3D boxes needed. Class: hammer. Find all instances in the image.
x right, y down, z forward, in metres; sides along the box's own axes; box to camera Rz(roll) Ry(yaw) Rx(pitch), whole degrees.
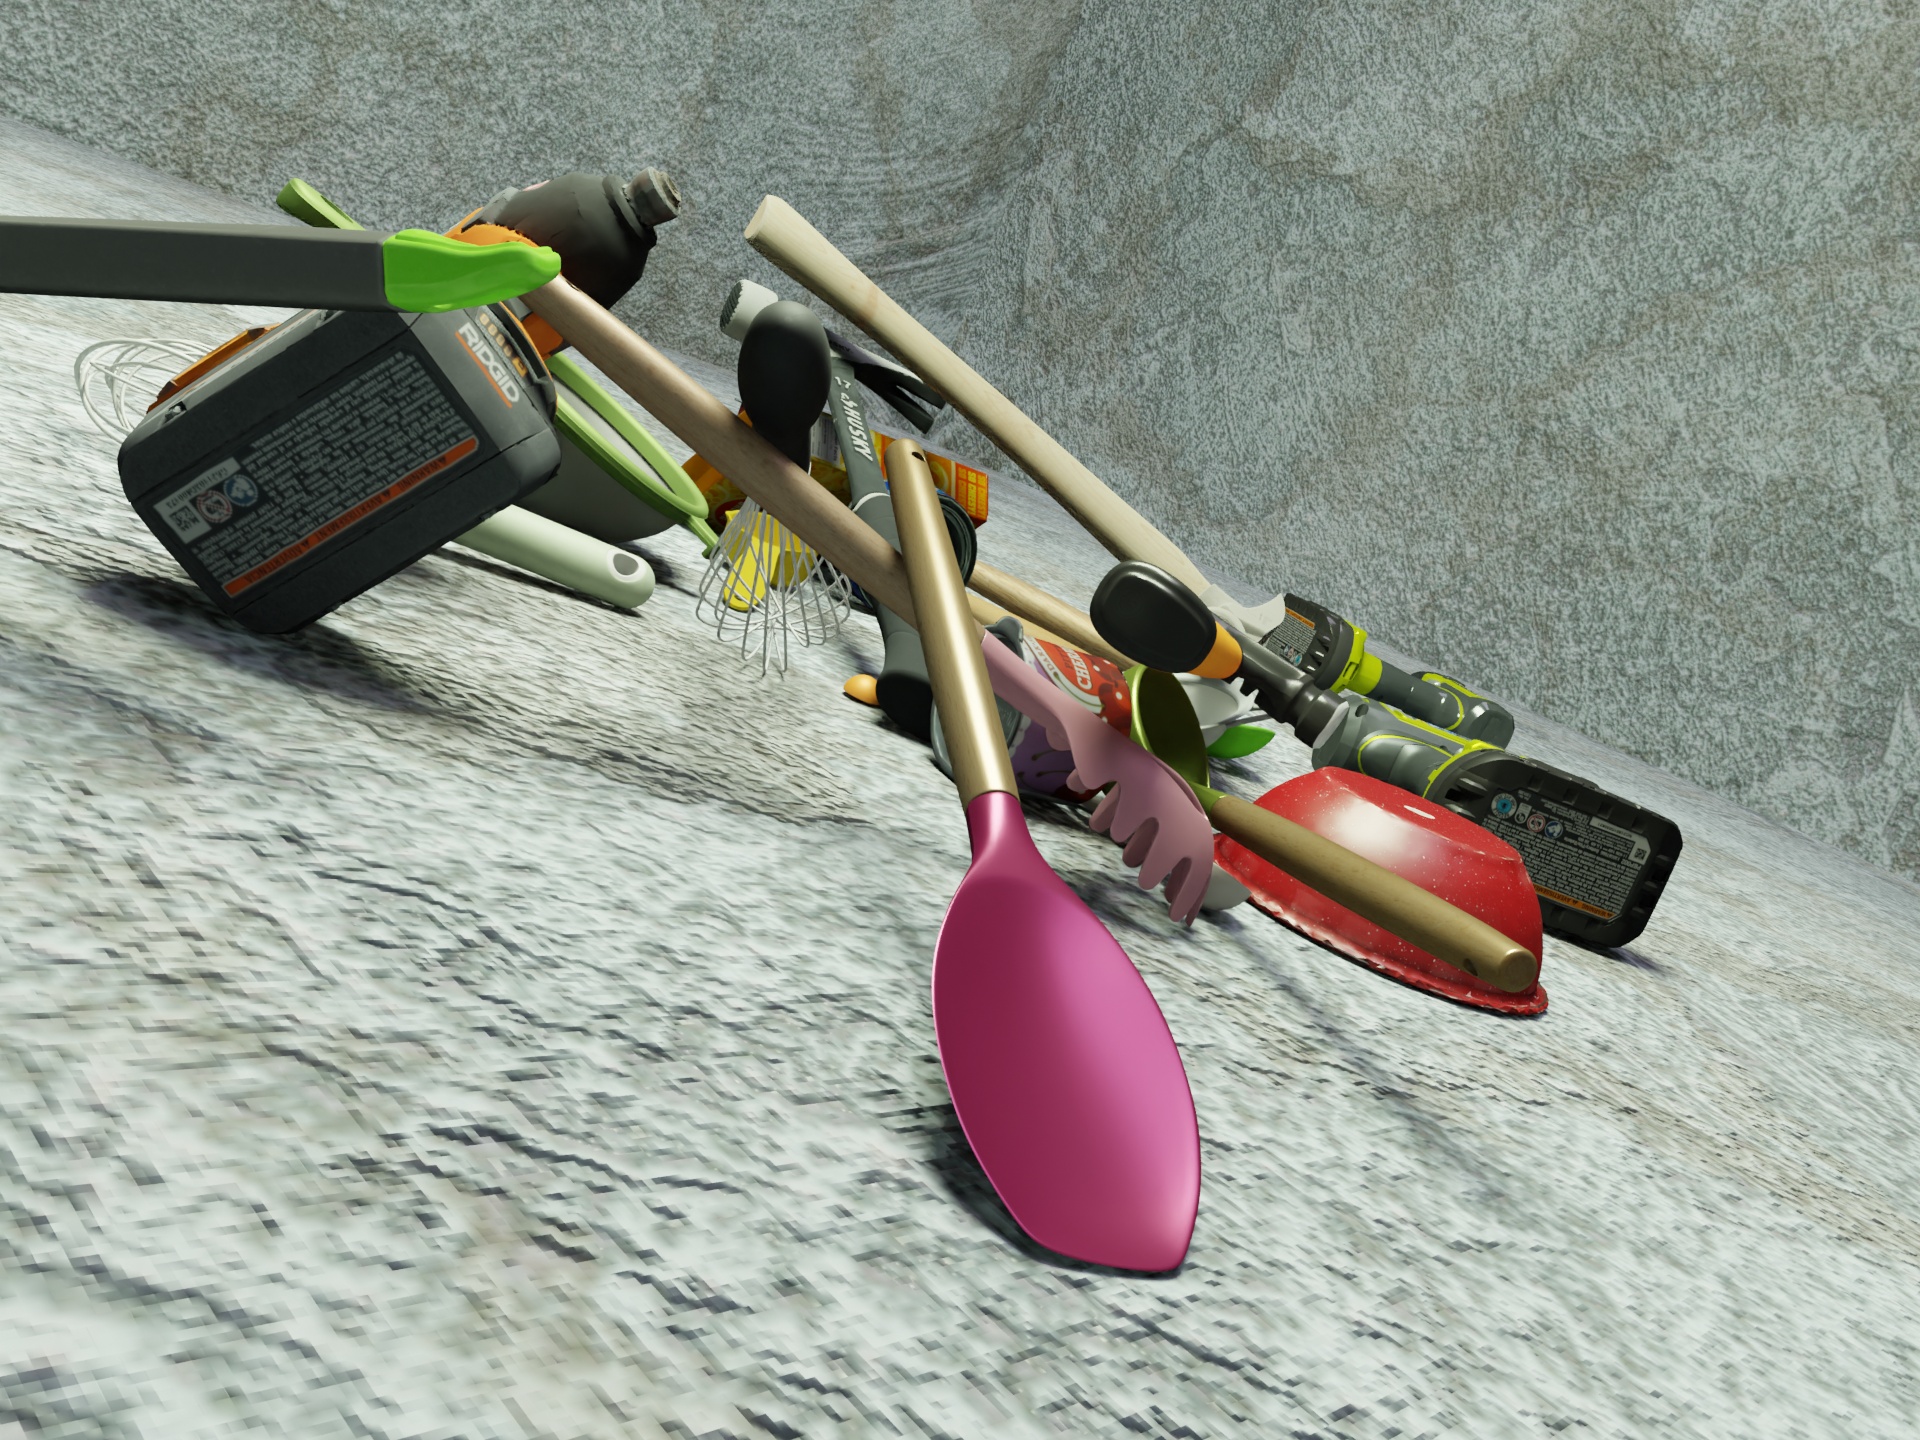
[{"bbox_3d":[0.100,-0.037,0.689,0.127,0.034,0.336,36,8,14],"label":"hammer"},{"bbox_3d":[0.035,-0.092,1.153,0.331,0.031,0.130,30,1,20],"label":"hammer"},{"bbox_3d":[-0.045,-0.119,0.852,0.149,0.036,0.409,21,29,-26],"label":"hammer"},{"bbox_3d":[0.029,-0.181,0.970,0.411,0.038,0.146,43,24,10],"label":"hammer"}]

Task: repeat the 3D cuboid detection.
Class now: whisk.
[{"bbox_3d":[-0.247,-0.100,0.680,0.246,0.059,0.058,22,48,-21],"label":"whisk"},{"bbox_3d":[-0.071,-0.081,0.609,0.070,0.070,0.284,22,-17,-1],"label":"whisk"}]

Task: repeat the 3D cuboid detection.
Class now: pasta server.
[{"bbox_3d":[-0.021,-0.036,0.533,0.316,0.040,0.060,39,5,-20],"label":"pasta server"}]

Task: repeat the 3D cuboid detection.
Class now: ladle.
[{"bbox_3d":[0.120,0.035,0.587,0.078,0.062,0.320,65,-10,-16],"label":"ladle"}]

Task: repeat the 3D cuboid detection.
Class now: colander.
[{"bbox_3d":[-0.301,-0.160,0.406,0.397,0.094,0.204,3,13,3],"label":"colander"}]

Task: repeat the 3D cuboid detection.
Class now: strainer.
[{"bbox_3d":[0.062,-0.026,0.914,0.258,0.050,0.087,21,31,25],"label":"strainer"},{"bbox_3d":[-0.236,-0.158,0.782,0.256,0.069,0.152,37,10,-44],"label":"strainer"}]

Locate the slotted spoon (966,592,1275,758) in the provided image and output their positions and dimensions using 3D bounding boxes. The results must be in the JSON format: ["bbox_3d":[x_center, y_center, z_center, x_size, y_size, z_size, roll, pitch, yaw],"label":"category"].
[{"bbox_3d":[0.076,-0.037,1.028,0.070,0.031,0.314,12,13,-43],"label":"slotted spoon"}]

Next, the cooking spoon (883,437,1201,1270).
[{"bbox_3d":[0.005,0.008,0.438,0.068,0.017,0.319,19,34,-25],"label":"cooking spoon"}]

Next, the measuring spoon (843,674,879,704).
[{"bbox_3d":[-0.001,-0.002,0.753,0.116,0.011,0.021,17,12,-24],"label":"measuring spoon"}]

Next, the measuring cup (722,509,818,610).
[{"bbox_3d":[-0.116,-0.081,0.896,0.062,0.029,0.157,21,23,-6],"label":"measuring cup"}]

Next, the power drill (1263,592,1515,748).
[{"bbox_3d":[0.408,-0.041,1.553,0.223,0.080,0.171,22,11,-17],"label":"power drill"}]

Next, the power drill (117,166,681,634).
[{"bbox_3d":[-0.179,-0.132,0.560,0.084,0.164,0.227,57,12,-25],"label":"power drill"}]

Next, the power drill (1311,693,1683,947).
[{"bbox_3d":[0.323,0.056,0.935,0.190,0.080,0.228,21,9,-4],"label":"power drill"}]

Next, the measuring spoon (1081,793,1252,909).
[{"bbox_3d":[0.073,0.051,0.648,0.034,0.018,0.124,37,-4,-30],"label":"measuring spoon"}]
